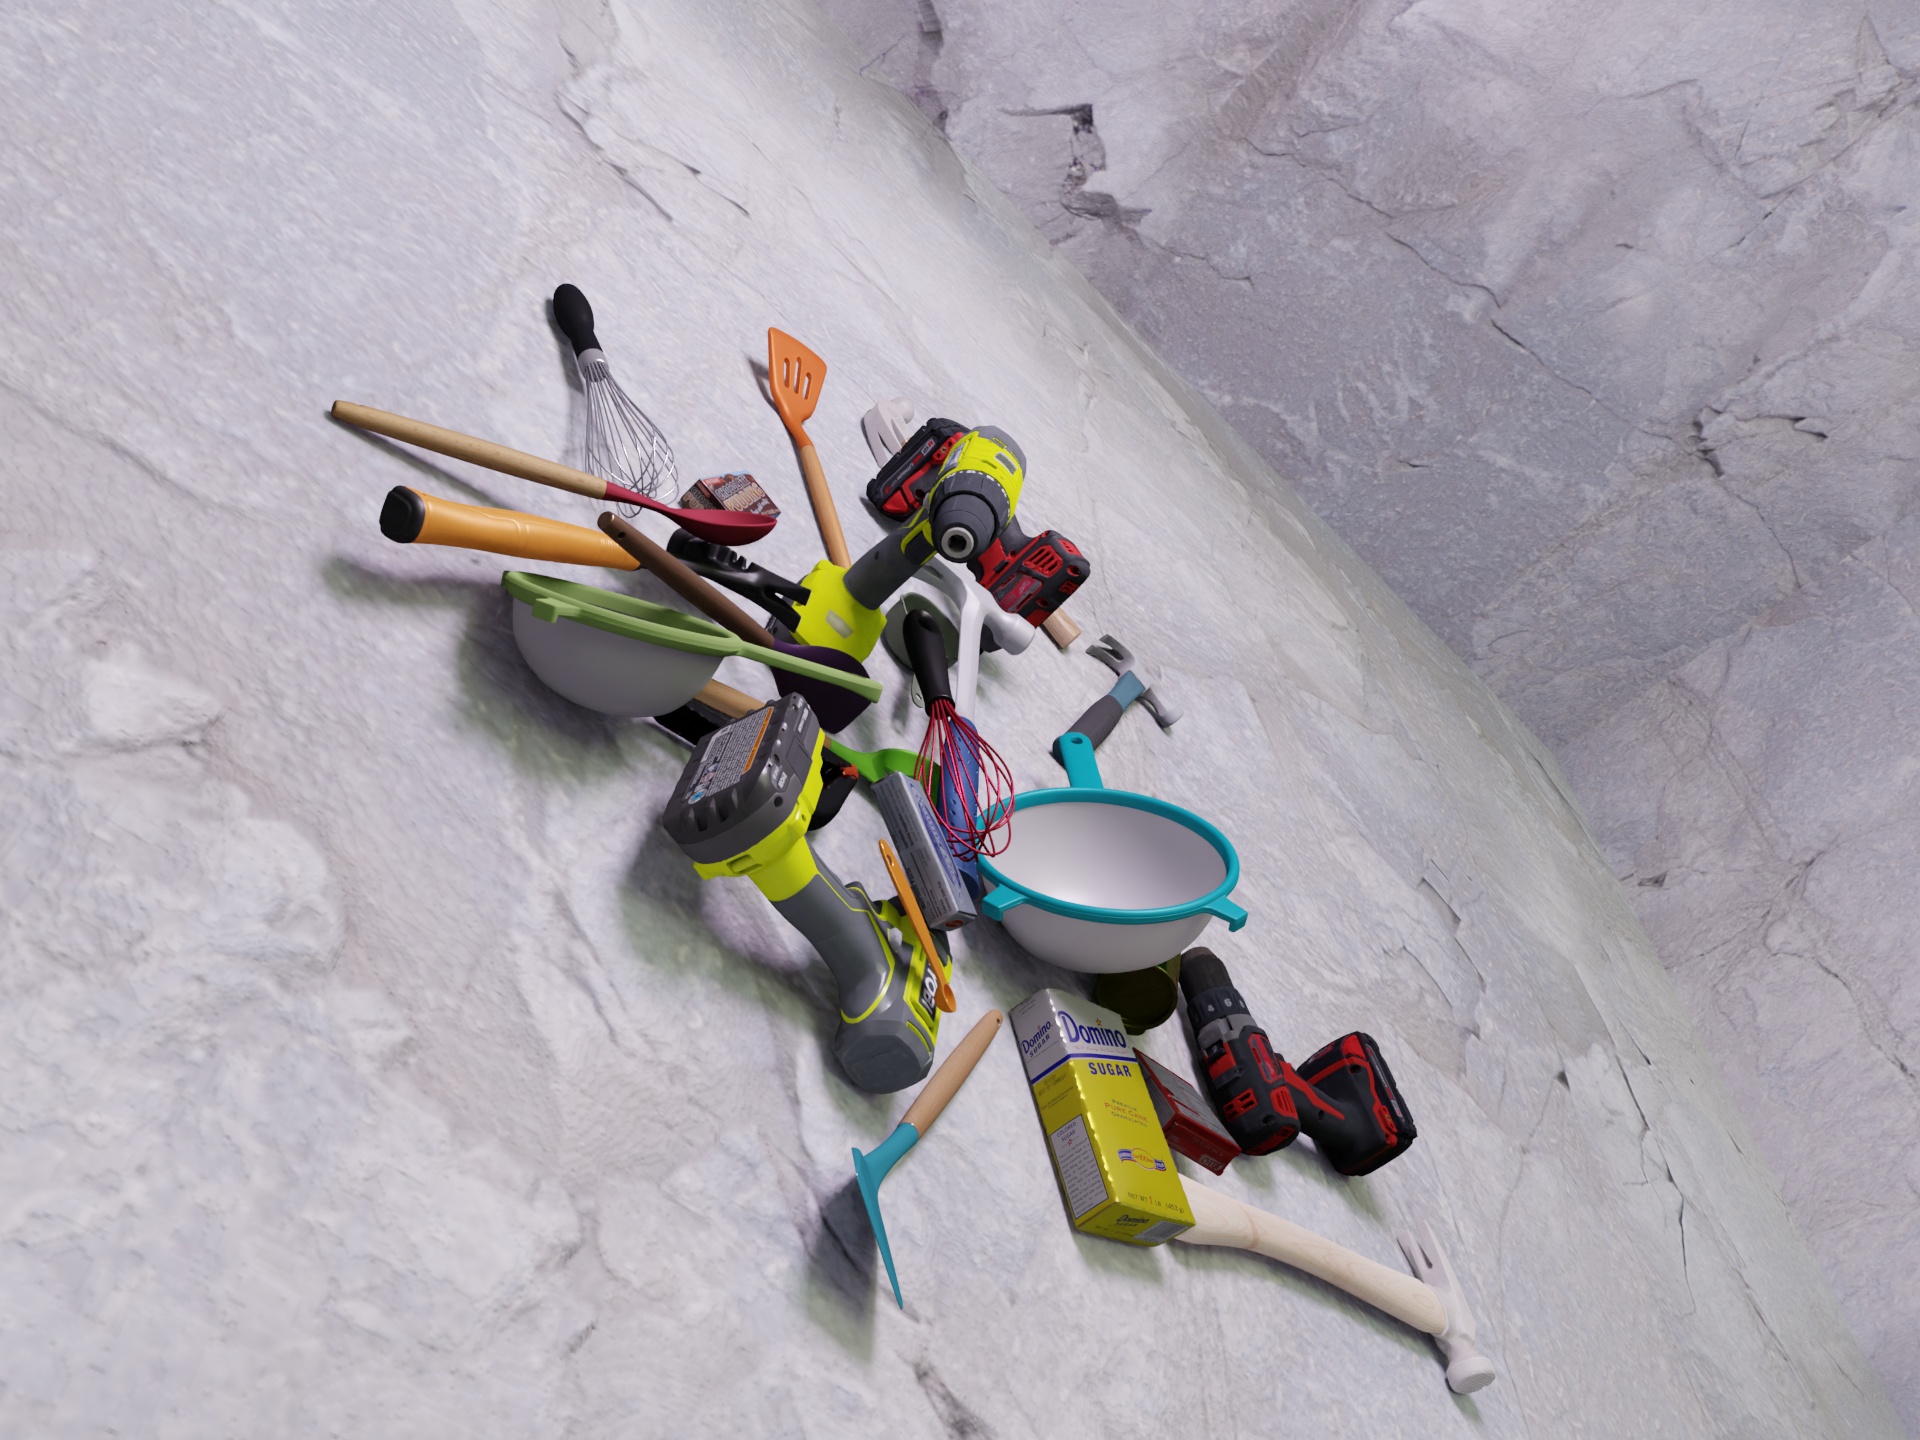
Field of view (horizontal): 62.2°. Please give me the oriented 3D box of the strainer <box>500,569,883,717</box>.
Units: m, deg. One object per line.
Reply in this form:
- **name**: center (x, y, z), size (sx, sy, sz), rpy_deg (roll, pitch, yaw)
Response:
- **strainer**: center (-0.172, -0.028, 1.017), size (0.256, 0.069, 0.152), rpy_deg (16, 5, -26)

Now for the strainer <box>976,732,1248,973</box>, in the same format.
- **strainer**: center (0.105, 0.113, 1.305), size (0.211, 0.095, 0.341), rpy_deg (3, 22, -3)

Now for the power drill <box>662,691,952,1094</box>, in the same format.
- **power drill**: center (-0.082, 0.102, 1.002), size (0.223, 0.080, 0.171), rpy_deg (57, 21, -23)

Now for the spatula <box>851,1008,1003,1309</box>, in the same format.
- **spatula**: center (-0.014, 0.245, 0.987), size (0.317, 0.044, 0.082), rpy_deg (-36, 110, -68)

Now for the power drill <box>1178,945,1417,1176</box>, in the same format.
- **power drill**: center (0.284, 0.299, 1.392), size (0.226, 0.080, 0.188), rpy_deg (25, 34, -39)

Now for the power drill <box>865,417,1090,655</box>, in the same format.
- **power drill**: center (0.013, -0.173, 1.533), size (0.220, 0.143, 0.078), rpy_deg (53, 19, 22)

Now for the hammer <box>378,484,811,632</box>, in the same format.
- **hammer**: center (-0.236, -0.110, 1.047), size (0.127, 0.034, 0.336), rpy_deg (29, 12, 26)

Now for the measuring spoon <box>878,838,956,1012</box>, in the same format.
- **measuring spoon**: center (-0.030, 0.129, 0.992), size (0.117, 0.011, 0.021), rpy_deg (67, 14, 4)

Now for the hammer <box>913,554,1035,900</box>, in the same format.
- **hammer**: center (-0.002, -0.004, 1.288), size (0.144, 0.035, 0.406), rpy_deg (38, 29, -21)

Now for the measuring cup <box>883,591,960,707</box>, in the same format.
- **measuring cup**: center (-0.039, -0.049, 1.377), size (0.083, 0.038, 0.168), rpy_deg (41, 27, -20)

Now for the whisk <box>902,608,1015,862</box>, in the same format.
- **whisk**: center (-0.012, 0.002, 1.183), size (0.073, 0.073, 0.296), rpy_deg (35, 23, -31)

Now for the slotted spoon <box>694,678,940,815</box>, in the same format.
- **slotted spoon**: center (-0.120, 0.008, 1.167), size (0.313, 0.031, 0.070), rpy_deg (27, 32, -38)

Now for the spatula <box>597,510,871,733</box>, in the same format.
- **spatula**: center (-0.148, -0.065, 1.104), size (0.018, 0.060, 0.315), rpy_deg (50, 6, 35)

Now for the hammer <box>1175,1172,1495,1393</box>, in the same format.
- **hammer**: center (0.283, 0.419, 1.263), size (0.410, 0.038, 0.146), rpy_deg (32, 28, -34)

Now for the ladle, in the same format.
- **ladle**: center (-0.269, -0.166, 1.090), size (0.315, 0.031, 0.069), rpy_deg (14, 7, -34)

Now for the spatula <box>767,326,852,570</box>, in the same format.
- **spatula**: center (-0.132, -0.243, 1.487), size (0.081, 0.041, 0.323), rpy_deg (27, 34, -44)

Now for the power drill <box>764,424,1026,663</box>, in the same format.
- **power drill**: center (-0.047, -0.119, 1.224), size (0.080, 0.228, 0.191), rpy_deg (44, 25, -14)

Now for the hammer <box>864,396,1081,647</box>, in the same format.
- **hammer**: center (0.014, -0.210, 1.705), size (0.331, 0.031, 0.130), rpy_deg (50, 24, -2)

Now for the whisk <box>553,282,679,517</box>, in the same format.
- **whisk**: center (-0.279, -0.258, 1.245), size (0.070, 0.070, 0.285), rpy_deg (24, 31, -45)

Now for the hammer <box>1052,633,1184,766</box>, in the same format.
- **hammer**: center (0.156, -0.010, 1.661), size (0.128, 0.033, 0.331), rpy_deg (51, 24, 0)
